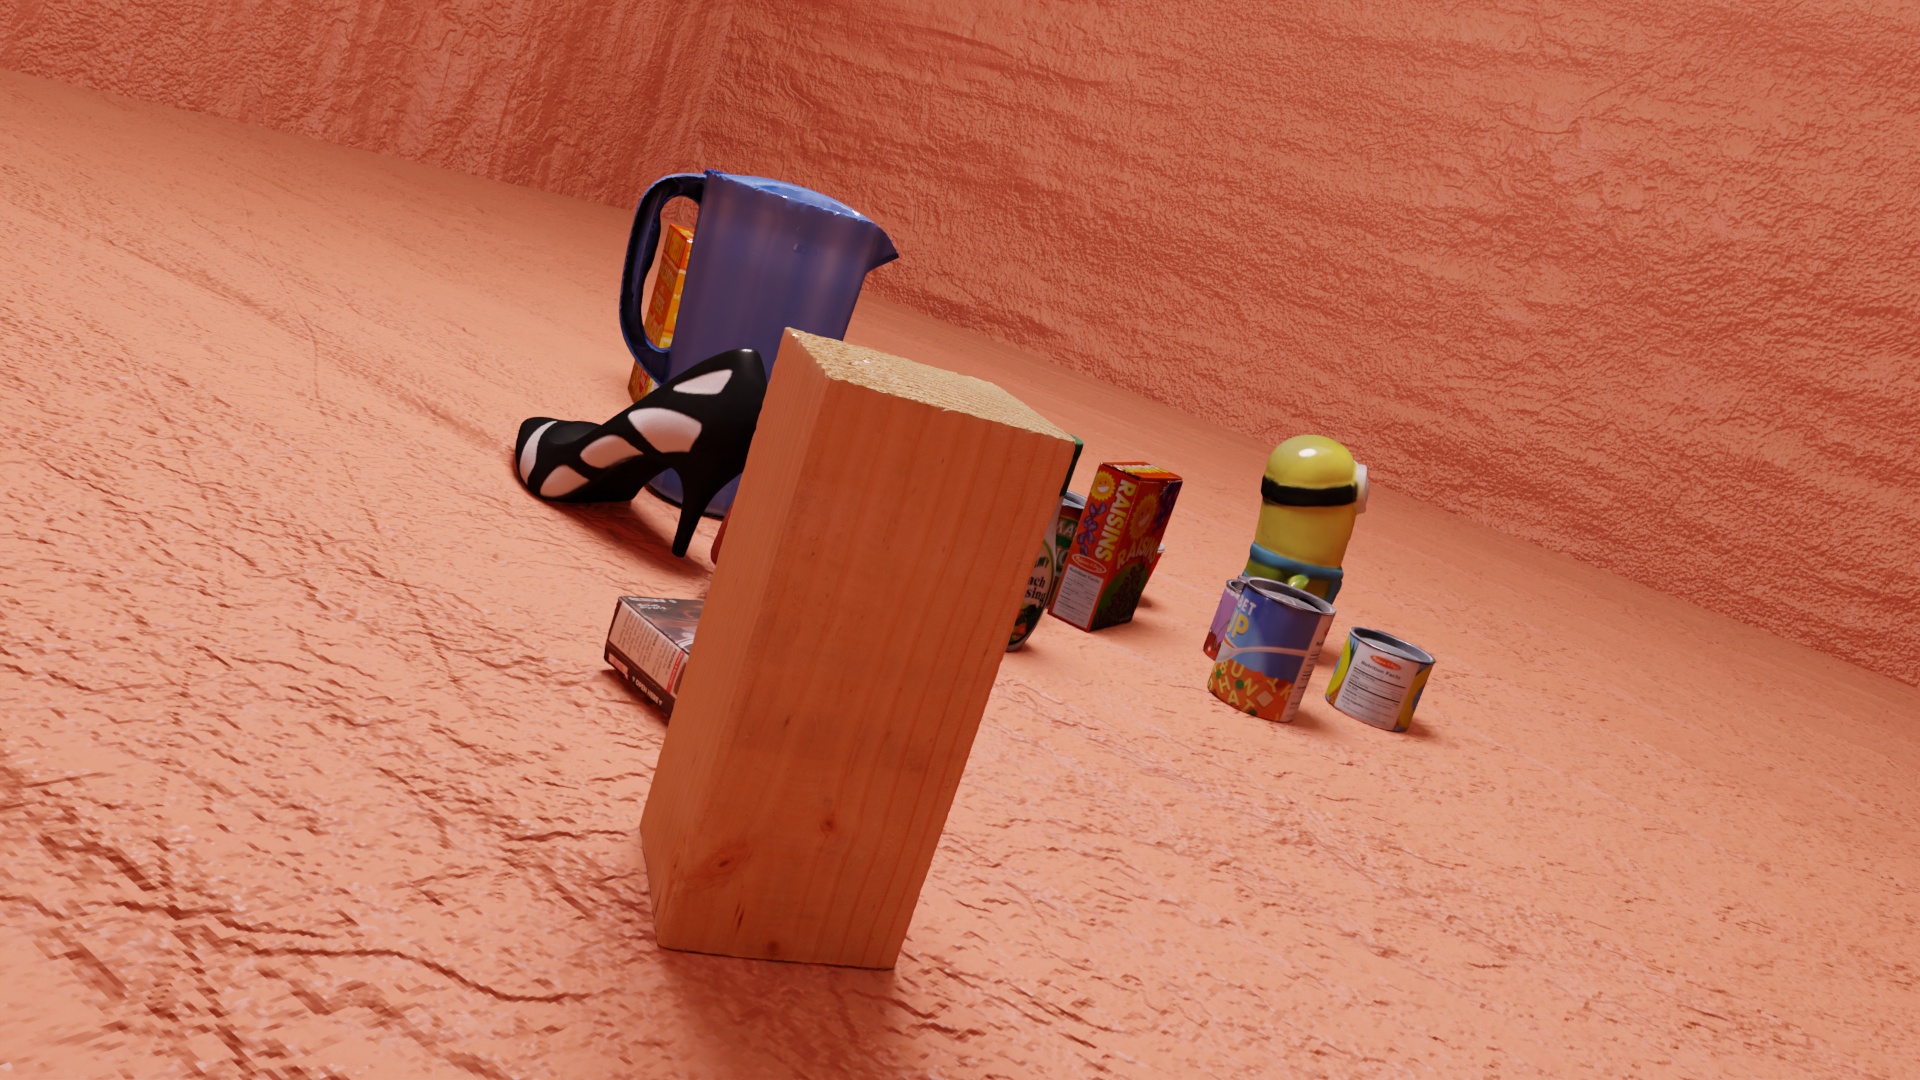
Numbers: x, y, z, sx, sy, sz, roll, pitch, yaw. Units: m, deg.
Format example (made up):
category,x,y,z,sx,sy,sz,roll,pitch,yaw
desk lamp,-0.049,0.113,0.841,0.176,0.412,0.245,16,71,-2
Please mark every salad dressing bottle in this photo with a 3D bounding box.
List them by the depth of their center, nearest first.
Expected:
category,x,y,z,sx,sy,sz,roll,pitch,yaw
salad dressing bottle,0.040,-0.002,0.916,0.064,0.147,0.044,10,15,-34

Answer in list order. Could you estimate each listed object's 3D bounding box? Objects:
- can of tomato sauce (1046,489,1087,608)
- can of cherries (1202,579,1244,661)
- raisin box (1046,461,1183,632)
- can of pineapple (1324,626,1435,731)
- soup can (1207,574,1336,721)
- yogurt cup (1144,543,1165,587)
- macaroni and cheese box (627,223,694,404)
category,x,y,z,sx,sy,sz,roll,pitch,yaw
can of tomato sauce,0.062,0.003,1.069,0.071,0.083,0.071,17,13,-4
can of cherries,0.227,0.069,1.071,0.071,0.058,0.071,17,13,-4
raisin box,0.119,0.003,1.054,0.040,0.123,0.086,25,14,27
can of pineapple,0.317,0.104,1.049,0.071,0.057,0.071,17,13,-4
soup can,0.215,0.075,0.976,0.071,0.083,0.071,17,13,-4
yogurt cup,0.131,0.019,1.160,0.072,0.053,0.072,17,13,-4
macaroni and cheese box,-0.264,-0.202,1.288,0.040,0.166,0.124,13,14,-23
